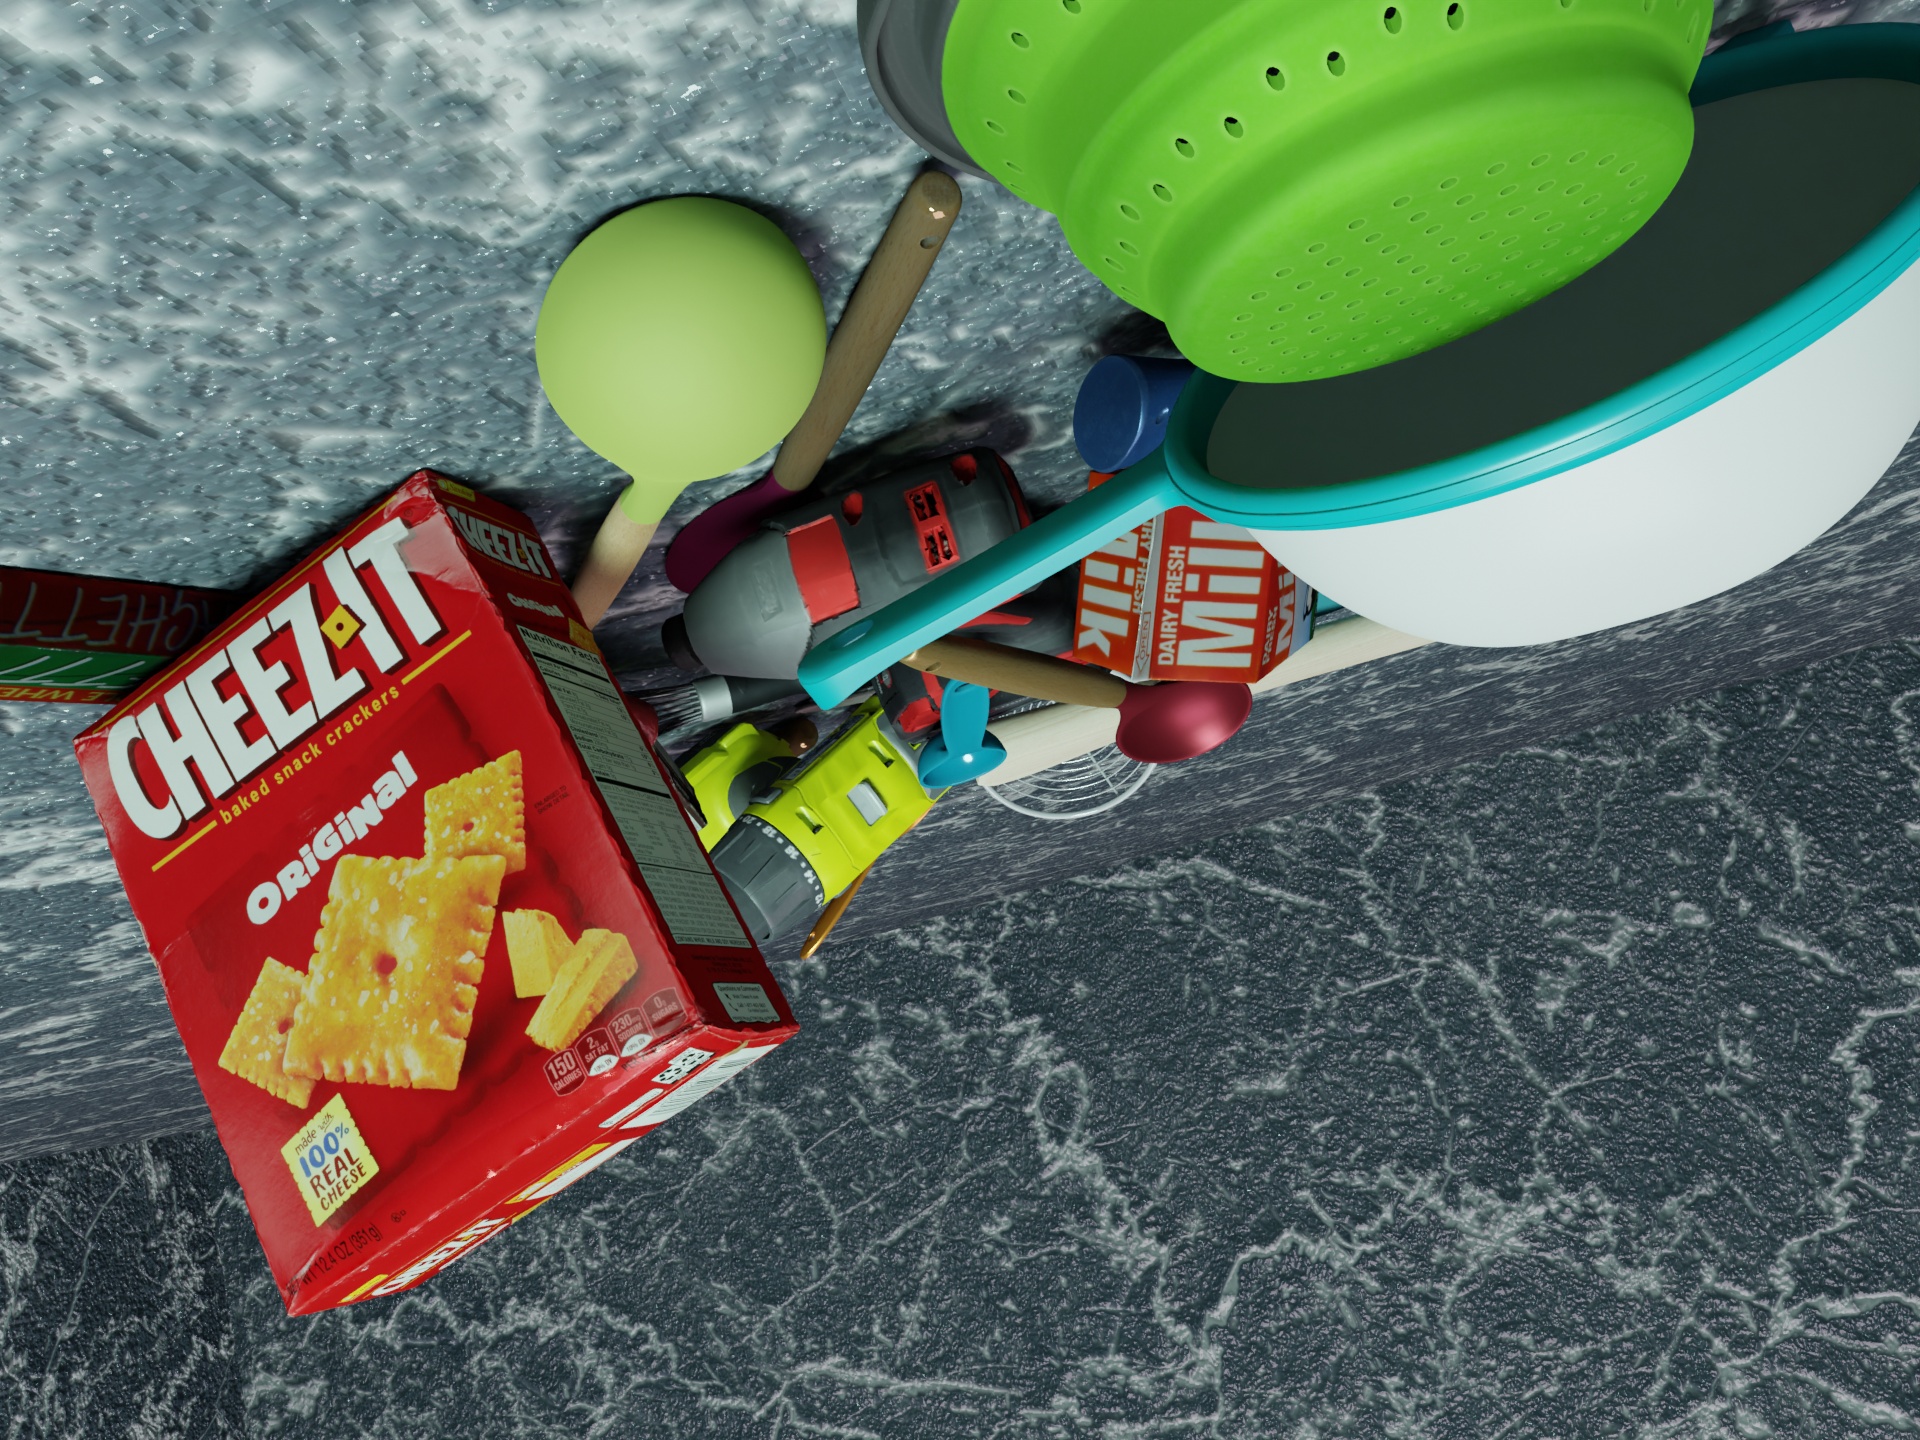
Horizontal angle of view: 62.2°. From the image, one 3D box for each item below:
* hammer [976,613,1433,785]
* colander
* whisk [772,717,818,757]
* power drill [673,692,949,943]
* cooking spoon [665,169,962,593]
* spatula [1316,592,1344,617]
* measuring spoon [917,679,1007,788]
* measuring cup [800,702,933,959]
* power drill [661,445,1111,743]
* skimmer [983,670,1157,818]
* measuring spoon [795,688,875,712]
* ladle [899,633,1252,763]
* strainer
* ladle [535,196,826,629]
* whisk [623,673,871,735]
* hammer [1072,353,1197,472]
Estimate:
[{"bbox_3d":[0.200,-0.043,0.857,0.410,0.038,0.146,-17,165,-8],"label":"hammer"},{"bbox_3d":[0.078,-0.150,0.263,0.204,0.094,0.397,-16,169,4],"label":"colander"},{"bbox_3d":[-0.168,0.054,1.073,0.051,0.047,0.245,-3,160,-43],"label":"whisk"},{"bbox_3d":[-0.114,0.063,0.851,0.190,0.080,0.228,-43,-164,-26],"label":"power drill"},{"bbox_3d":[-0.053,-0.096,0.552,0.068,0.017,0.319,-11,169,-20],"label":"cooking spoon"},{"bbox_3d":[0.180,-0.111,0.729,0.082,0.044,0.317,-21,167,7],"label":"spatula"},{"bbox_3d":[-0.001,-0.002,0.682,0.042,0.021,0.128,-17,160,-7],"label":"measuring spoon"},{"bbox_3d":[-0.067,0.059,0.964,0.052,0.174,0.095,36,169,-22],"label":"measuring cup"},{"bbox_3d":[-0.020,-0.045,0.652,0.143,0.078,0.219,-20,171,14],"label":"power drill"},{"bbox_3d":[0.075,-0.020,0.907,0.127,0.090,0.363,3,166,-3],"label":"skimmer"},{"bbox_3d":[-0.047,-0.024,0.940,0.124,0.018,0.034,-13,172,26],"label":"measuring spoon"},{"bbox_3d":[0.053,-0.013,0.670,0.069,0.031,0.315,-36,161,20],"label":"ladle"},{"bbox_3d":[0.114,-0.058,0.446,0.340,0.095,0.211,-27,-155,20],"label":"strainer"},{"bbox_3d":[-0.114,-0.078,0.535,0.078,0.062,0.320,-15,176,-22],"label":"ladle"},{"bbox_3d":[-0.154,-0.002,0.788,0.284,0.070,0.070,-16,170,-20],"label":"whisk"},{"bbox_3d":[0.223,-0.135,0.615,0.405,0.035,0.144,-10,160,-30],"label":"hammer"}]
